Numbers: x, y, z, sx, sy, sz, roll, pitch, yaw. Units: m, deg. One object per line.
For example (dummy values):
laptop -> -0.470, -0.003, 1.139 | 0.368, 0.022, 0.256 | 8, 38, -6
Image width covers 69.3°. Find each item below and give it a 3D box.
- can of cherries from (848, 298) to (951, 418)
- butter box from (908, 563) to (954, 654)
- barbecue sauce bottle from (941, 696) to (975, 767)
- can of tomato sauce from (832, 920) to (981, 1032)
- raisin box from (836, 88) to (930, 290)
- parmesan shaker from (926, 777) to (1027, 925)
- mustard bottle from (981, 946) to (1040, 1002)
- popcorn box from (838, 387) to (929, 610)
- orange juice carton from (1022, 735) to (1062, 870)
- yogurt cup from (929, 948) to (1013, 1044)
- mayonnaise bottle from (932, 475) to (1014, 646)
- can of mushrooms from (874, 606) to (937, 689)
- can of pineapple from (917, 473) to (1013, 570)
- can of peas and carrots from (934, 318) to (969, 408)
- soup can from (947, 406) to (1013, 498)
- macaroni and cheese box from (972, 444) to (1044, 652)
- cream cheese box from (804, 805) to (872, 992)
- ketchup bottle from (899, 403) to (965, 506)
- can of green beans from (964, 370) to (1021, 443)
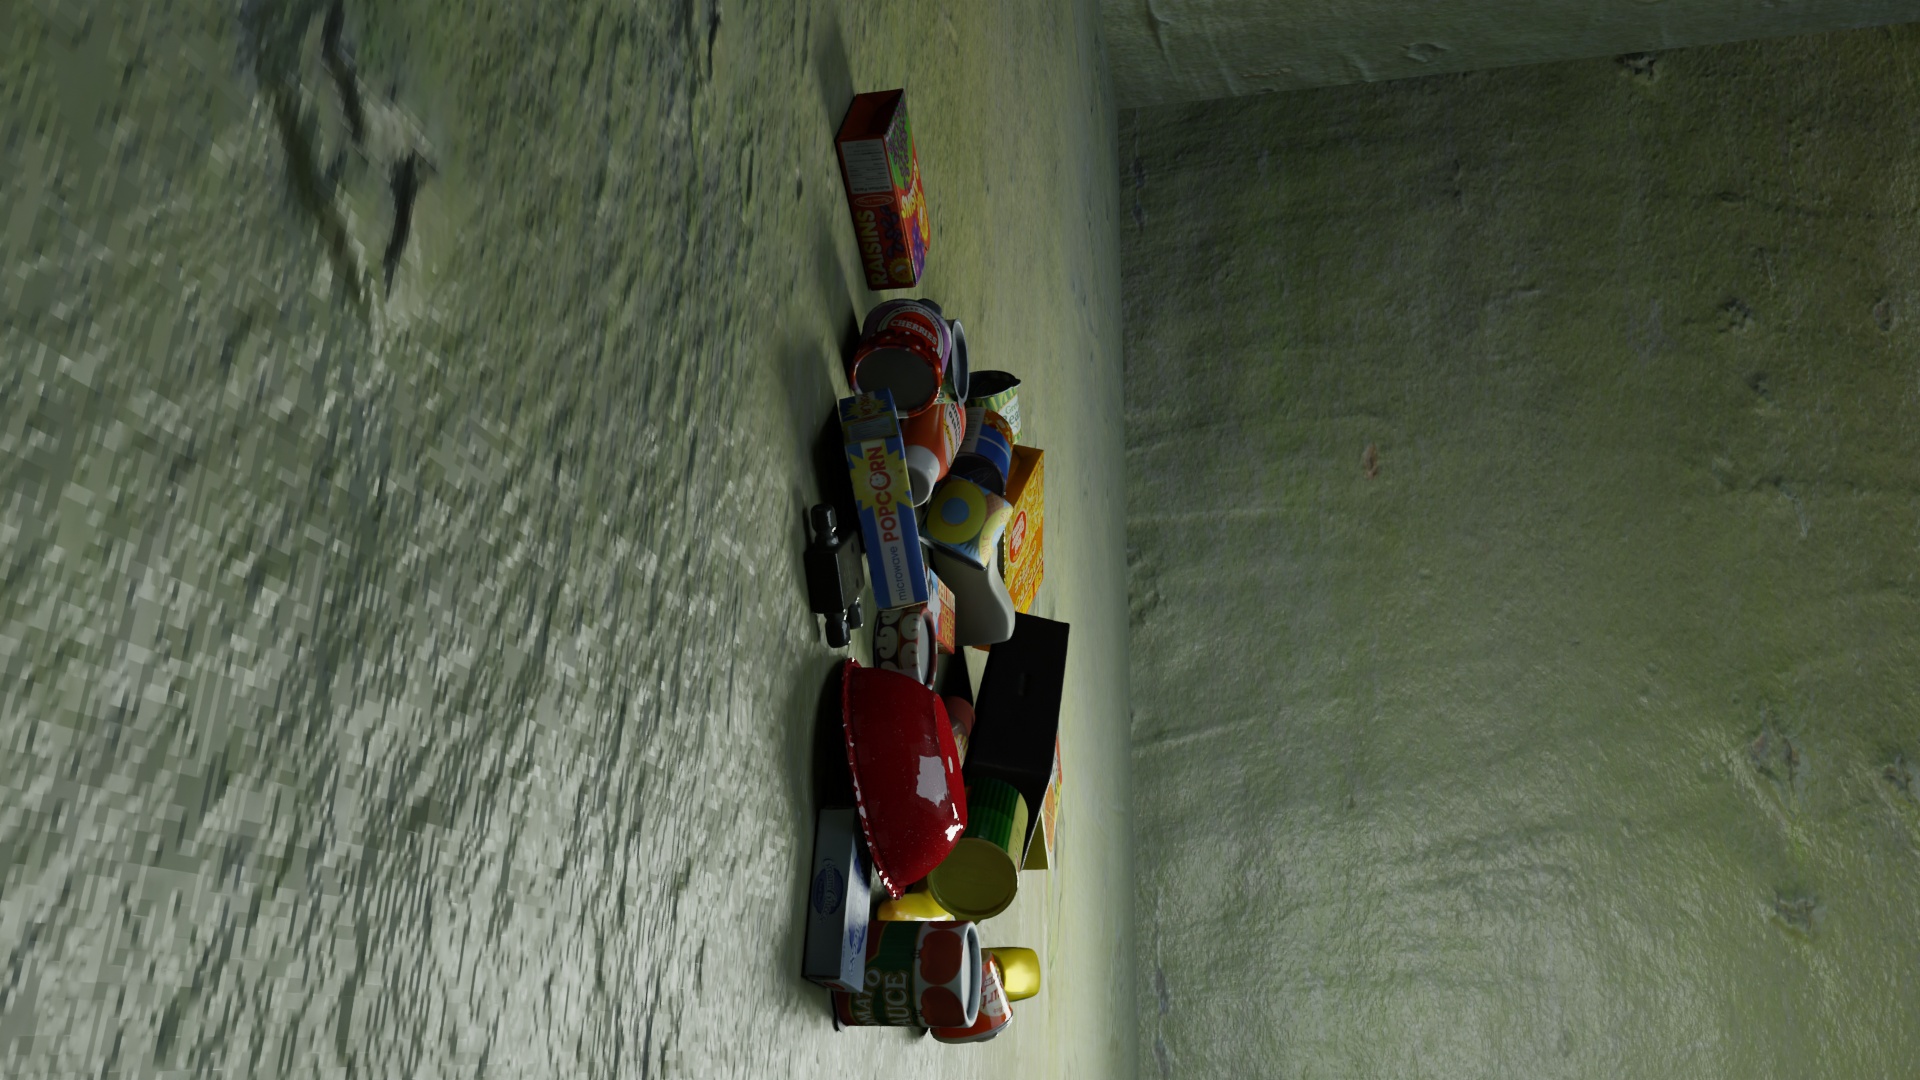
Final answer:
can of cherries -> -0.042, -0.131, 0.990 | 0.059, 0.071, 0.071 | -78, 162, -48
butter box -> -0.026, 0.058, 1.128 | 0.103, 0.024, 0.053 | 54, 34, -70
barbecue sauce bottle -> -0.019, 0.167, 1.087 | 0.149, 0.044, 0.064 | -60, 153, -70
can of tomato sauce -> -0.033, 0.278, 0.888 | 0.071, 0.083, 0.071 | -5, 92, -79
raisin box -> -0.054, -0.261, 1.037 | 0.086, 0.040, 0.122 | -80, 164, -50
parmesan shaker -> 0.014, 0.232, 1.045 | 0.103, 0.071, 0.071 | -67, 152, -73
mustard bottle -> 0.025, 0.380, 1.210 | 0.160, 0.065, 0.049 | 40, 43, -67
popcorn box -> -0.052, -0.028, 0.938 | 0.085, 0.038, 0.126 | -105, -175, -63
orange juice carton -> 0.059, 0.239, 1.376 | 0.193, 0.073, 0.071 | -70, 154, -64
yogurt cup -> 0.004, 0.360, 1.104 | 0.072, 0.072, 0.054 | -28, 107, -77
mayonnaise bottle -> 0.006, 0.018, 1.210 | 0.041, 0.065, 0.147 | -63, 144, -66
can of mushrooms -> -0.040, 0.080, 1.033 | 0.071, 0.033, 0.071 | -5, 92, -78
can of pineapple -> 0.004, -0.014, 1.136 | 0.058, 0.071, 0.071 | -64, 164, -7
can of peas and carrots -> -0.028, -0.136, 1.085 | 0.071, 0.059, 0.071 | -4, 92, -78
soup can -> 0.013, -0.070, 1.243 | 0.084, 0.071, 0.071 | -77, 160, -55
macaroni and cheese box -> 0.045, 0.009, 1.346 | 0.124, 0.040, 0.165 | -61, 156, -46
cream cheese box -> -0.073, 0.221, 0.855 | 0.053, 0.024, 0.104 | 68, 22, -61
ketchup bottle -> -0.029, -0.074, 1.104 | 0.149, 0.043, 0.064 | -70, 155, -61
can of green beans -> 0.023, -0.122, 1.310 | 0.071, 0.071, 0.057 | -73, 157, -60
